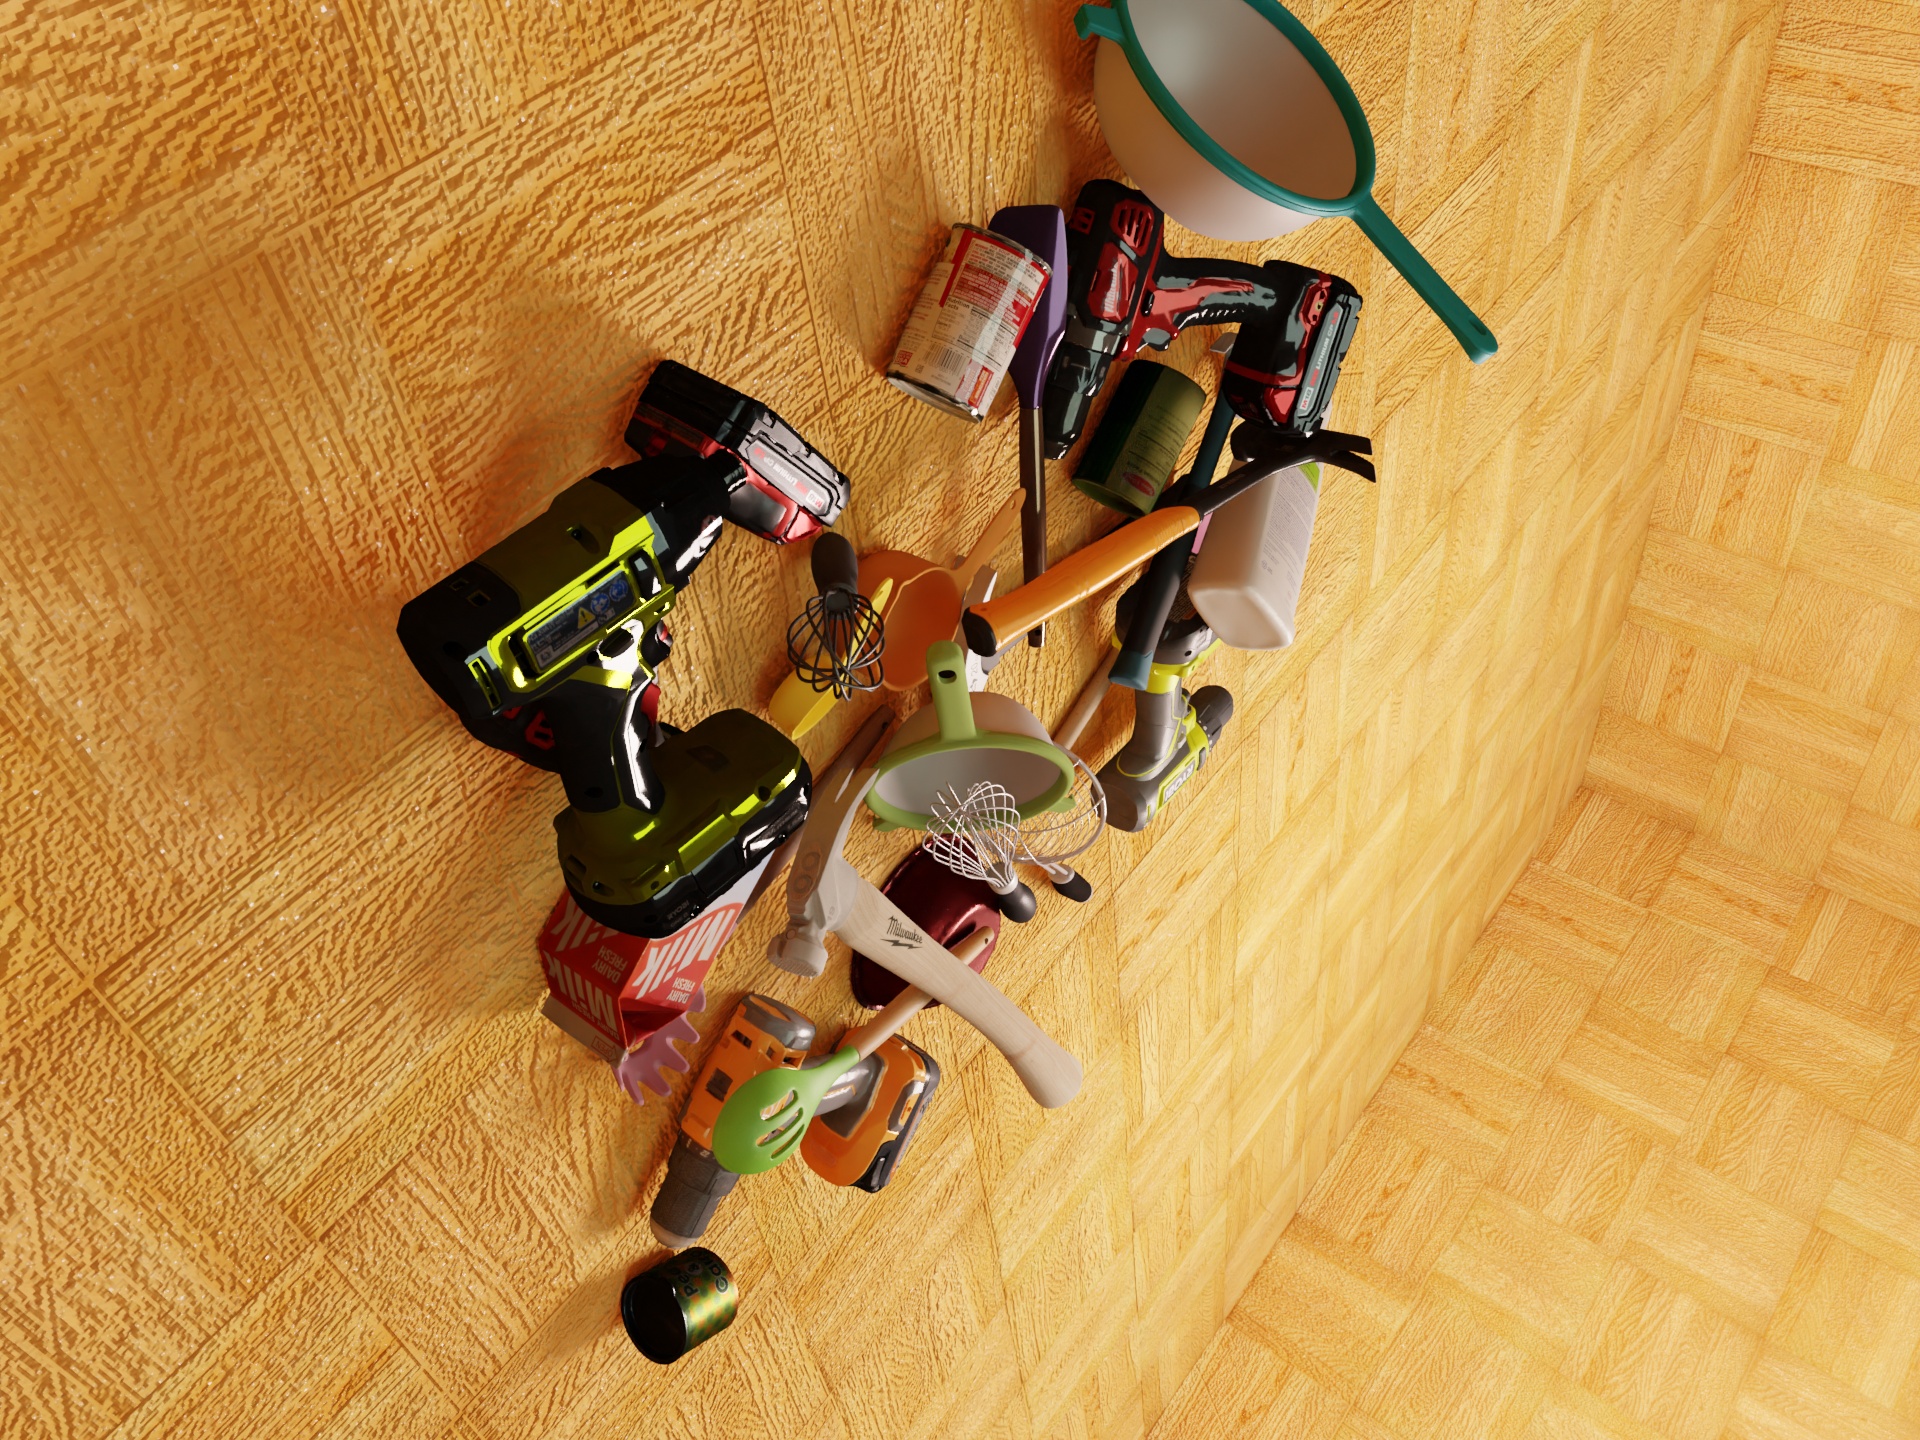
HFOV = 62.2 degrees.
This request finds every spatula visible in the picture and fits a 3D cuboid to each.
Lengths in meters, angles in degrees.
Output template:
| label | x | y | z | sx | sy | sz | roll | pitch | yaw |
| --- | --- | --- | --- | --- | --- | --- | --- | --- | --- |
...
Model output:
| label | x | y | z | sx | sy | sz | roll | pitch | yaw |
| --- | --- | --- | --- | --- | --- | --- | --- | --- | --- |
| spatula | 0.046 | -0.189 | 1.079 | 0.018 | 0.060 | 0.315 | -96 | -179 | -58 |

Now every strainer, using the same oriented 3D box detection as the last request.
| label | x | y | z | sx | sy | sz | roll | pitch | yaw |
| --- | --- | --- | --- | --- | --- | --- | --- | --- | --- |
| strainer | 0.205 | -0.341 | 1.035 | 0.095 | 0.340 | 0.211 | -38 | -171 | 47 |
| strainer | -0.002 | -0.003 | 1.089 | 0.256 | 0.151 | 0.069 | 79 | 5 | -61 |

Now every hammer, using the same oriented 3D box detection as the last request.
| label | x | y | z | sx | sy | sz | roll | pitch | yaw |
| --- | --- | --- | --- | --- | --- | --- | --- | --- | --- |
| hammer | 0.182 | -0.167 | 1.259 | 0.128 | 0.033 | 0.331 | 73 | 36 | -64 |
| hammer | -0.002 | 0.189 | 1.187 | 0.410 | 0.038 | 0.146 | 47 | 53 | -47 |
| hammer | 0.141 | -0.130 | 1.117 | 0.337 | 0.127 | 0.034 | -32 | 122 | -27 |
| hammer | 0.094 | -0.119 | 1.250 | 0.335 | 0.035 | 0.146 | -38 | 142 | -38 |

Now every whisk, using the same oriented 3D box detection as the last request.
| label | x | y | z | sx | sy | sz | roll | pitch | yaw |
| --- | --- | --- | --- | --- | --- | --- | --- | --- | --- |
| whisk | 0.024 | 0.108 | 1.179 | 0.070 | 0.070 | 0.284 | -57 | 160 | -12 |
| whisk | -0.072 | -0.067 | 0.892 | 0.239 | 0.055 | 0.055 | -105 | -152 | -68 |

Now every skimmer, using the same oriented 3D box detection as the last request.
| label | x | y | z | sx | sy | sz | roll | pitch | yaw |
| --- | --- | --- | --- | --- | --- | --- | --- | --- | --- |
| skimmer | 0.080 | 0.093 | 1.357 | 0.363 | 0.127 | 0.090 | 45 | 54 | -71 |

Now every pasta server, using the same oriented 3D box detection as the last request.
| label | x | y | z | sx | sy | sz | roll | pitch | yaw |
| --- | --- | --- | --- | --- | --- | --- | --- | --- | --- |
| pasta server | -0.134 | 0.114 | 1.068 | 0.316 | 0.040 | 0.060 | -53 | 138 | -20 |

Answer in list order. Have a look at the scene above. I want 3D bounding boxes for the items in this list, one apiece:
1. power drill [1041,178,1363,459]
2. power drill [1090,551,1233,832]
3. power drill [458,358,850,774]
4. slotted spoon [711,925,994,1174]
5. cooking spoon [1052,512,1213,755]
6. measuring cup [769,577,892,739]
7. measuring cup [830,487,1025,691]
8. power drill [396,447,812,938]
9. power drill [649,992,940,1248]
| label | x | y | z | sx | sy | sz | roll | pitch | yaw |
| --- | --- | --- | --- | --- | --- | --- | --- | --- | --- |
| power drill | 0.154 | -0.260 | 1.121 | 0.226 | 0.080 | 0.188 | 9 | 108 | -28 |
| power drill | 0.193 | -0.033 | 1.400 | 0.190 | 0.080 | 0.228 | -41 | 147 | -37 |
| power drill | -0.160 | -0.065 | 0.849 | 0.219 | 0.079 | 0.143 | -58 | 149 | -3 |
| slotted spoon | -0.063 | 0.226 | 1.150 | 0.314 | 0.031 | 0.070 | -34 | 119 | -49 |
| cooking spoon | 0.139 | -0.061 | 1.385 | 0.319 | 0.017 | 0.068 | -57 | 151 | -12 |
| measuring cup | -0.079 | -0.045 | 0.978 | 0.062 | 0.029 | 0.156 | -43 | 171 | -41 |
| measuring cup | -0.022 | -0.100 | 1.064 | 0.174 | 0.052 | 0.095 | -53 | 149 | -21 |
| power drill | -0.152 | -0.013 | 0.769 | 0.171 | 0.080 | 0.223 | -40 | 142 | -25 |
| power drill | -0.127 | 0.306 | 1.191 | 0.226 | 0.084 | 0.185 | 27 | 89 | -56 |
